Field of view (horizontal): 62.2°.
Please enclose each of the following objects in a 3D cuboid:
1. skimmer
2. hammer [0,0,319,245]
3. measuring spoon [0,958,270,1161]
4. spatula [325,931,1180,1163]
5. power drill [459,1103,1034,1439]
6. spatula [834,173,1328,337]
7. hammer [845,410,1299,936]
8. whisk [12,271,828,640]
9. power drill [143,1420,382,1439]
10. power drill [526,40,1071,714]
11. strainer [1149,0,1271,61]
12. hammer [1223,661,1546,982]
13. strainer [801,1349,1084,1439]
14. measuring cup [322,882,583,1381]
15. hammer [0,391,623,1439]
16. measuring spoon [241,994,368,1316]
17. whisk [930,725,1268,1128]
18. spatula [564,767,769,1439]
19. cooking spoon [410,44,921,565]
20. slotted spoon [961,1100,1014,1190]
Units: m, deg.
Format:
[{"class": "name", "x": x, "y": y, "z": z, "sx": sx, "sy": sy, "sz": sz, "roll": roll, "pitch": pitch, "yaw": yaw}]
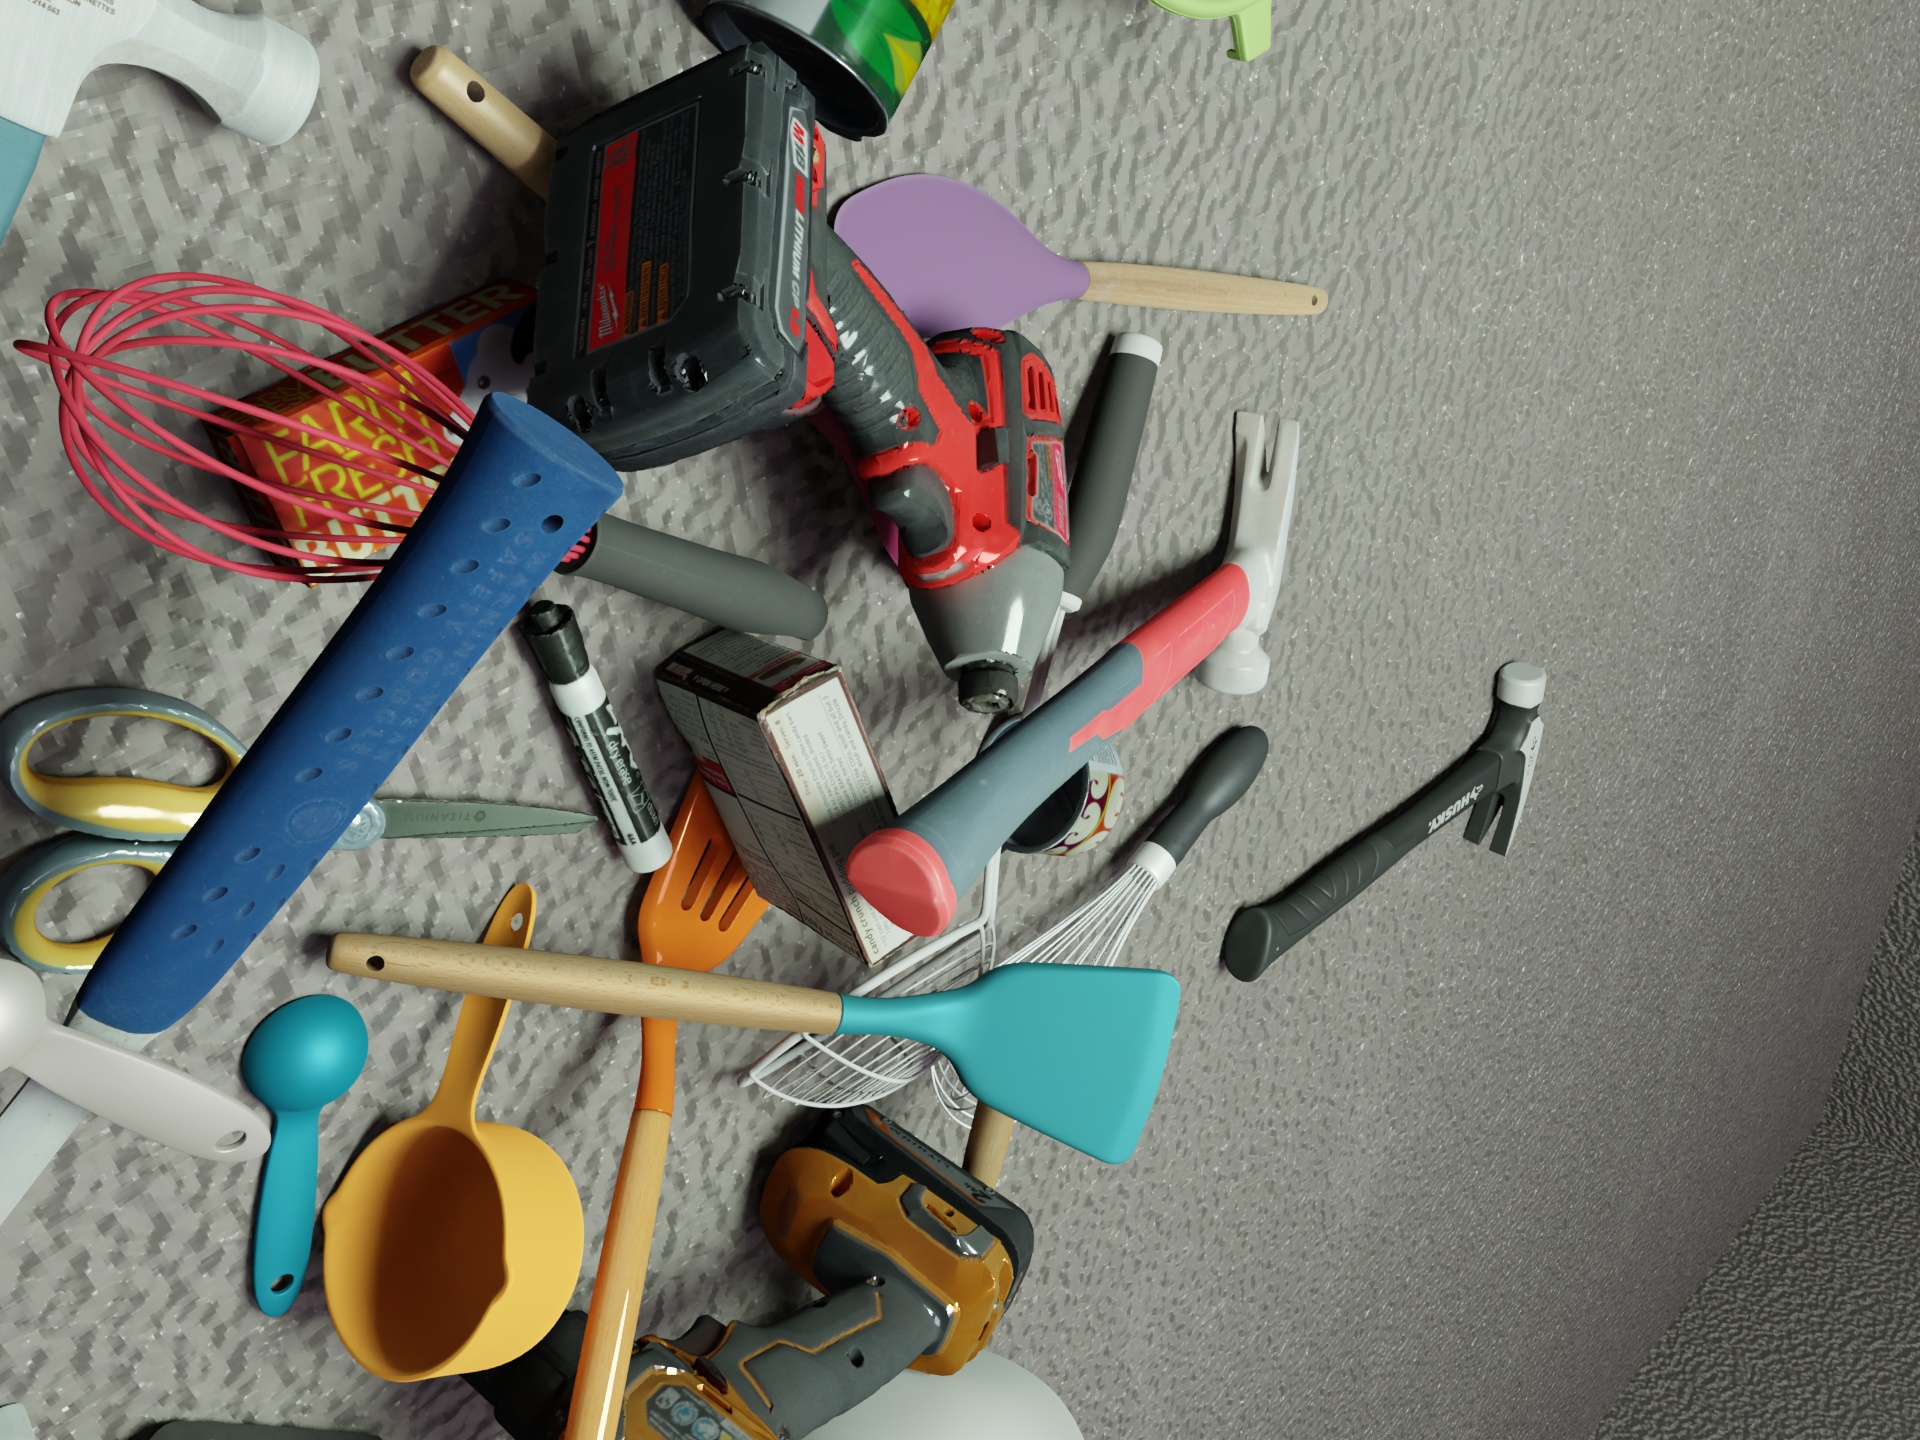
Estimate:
[{"class": "skimmer", "x": -0.001, "y": -0.002, "z": 0.695, "sx": 0.127, "sy": 0.090, "sz": 0.363, "roll": 35, "pitch": 72, "yaw": -79}, {"class": "hammer", "x": -0.272, "y": -0.037, "z": 0.379, "sx": 0.128, "sy": 0.033, "sz": 0.331, "roll": 17, "pitch": 98, "yaw": -52}, {"class": "measuring spoon", "x": -0.212, "y": 0.094, "z": 0.396, "sx": 0.034, "sy": 0.018, "sz": 0.124, "roll": -38, "pitch": 145, "yaw": -6}, {"class": "spatula", "x": -0.066, "y": 0.107, "z": 0.586, "sx": 0.317, "sy": 0.044, "sz": 0.082, "roll": 12, "pitch": 97, "yaw": -27}, {"class": "power drill", "x": -0.090, "y": 0.249, "z": 0.667, "sx": 0.226, "sy": 0.185, "sz": 0.084, "roll": -29, "pitch": 144, "yaw": -58}, {"class": "spatula", "x": 0.066, "y": -0.189, "z": 0.678, "sx": 0.315, "sy": 0.018, "sz": 0.059, "roll": -10, "pitch": 108, "yaw": -44}, {"class": "hammer", "x": 0.066, "y": -0.027, "z": 0.664, "sx": 0.386, "sy": 0.038, "sz": 0.143, "roll": -36, "pitch": 135, "yaw": -56}, {"class": "whisk", "x": -0.128, "y": -0.058, "z": 0.469, "sx": 0.295, "sy": 0.073, "sz": 0.073, "roll": 16, "pitch": 99, "yaw": -59}, {"class": "power drill", "x": -0.289, "y": 0.373, "z": 0.570, "sx": 0.223, "sy": 0.080, "sz": 0.171, "roll": -55, "pitch": 140, "yaw": -3}, {"class": "power drill", "x": -0.032, "y": -0.095, "z": 0.515, "sx": 0.219, "sy": 0.078, "sz": 0.143, "roll": 31, "pitch": 53, "yaw": -54}, {"class": "strainer", "x": 0.093, "y": -0.380, "z": 0.555, "sx": 0.151, "sy": 0.069, "sz": 0.256, "roll": 14, "pitch": 100, "yaw": -48}, {"class": "hammer", "x": 0.292, "y": 0.086, "z": 1.076, "sx": 0.335, "sy": 0.035, "sz": 0.146, "roll": -28, "pitch": 130, "yaw": -35}, {"class": "strainer", "x": 0.036, "y": 0.351, "z": 0.742, "sx": 0.210, "sy": 0.340, "sz": 0.095, "roll": 45, "pitch": 54, "yaw": -55}, {"class": "measuring cup", "x": -0.168, "y": 0.148, "z": 0.580, "sx": 0.052, "sy": 0.095, "sz": 0.174, "roll": 33, "pitch": 68, "yaw": -56}, {"class": "hammer", "x": -0.224, "y": 0.085, "z": 0.424, "sx": 0.405, "sy": 0.035, "sz": 0.144, "roll": -49, "pitch": 144, "yaw": 9}, {"class": "measuring spoon", "x": -0.227, "y": 0.156, "z": 0.550, "sx": 0.042, "sy": 0.021, "sz": 0.128, "roll": -5, "pitch": 113, "yaw": -46}, {"class": "whisk", "x": 0.083, "y": 0.100, "z": 0.838, "sx": 0.285, "sy": 0.070, "sz": 0.070, "roll": -46, "pitch": 139, "yaw": -26}, {"class": "spatula", "x": -0.113, "y": 0.171, "z": 0.592, "sx": 0.080, "sy": 0.041, "sz": 0.323, "roll": 44, "pitch": 45, "yaw": -50}, {"class": "cooking spoon", "x": -0.067, "y": -0.128, "z": 0.566, "sx": 0.318, "sy": 0.017, "sz": 0.069, "roll": 34, "pitch": 77, "yaw": -52}, {"class": "slotted spoon", "x": 0.007, "y": 0.228, "z": 0.776, "sx": 0.031, "sy": 0.070, "sz": 0.313, "roll": 0, "pitch": 136, "yaw": -10}]
